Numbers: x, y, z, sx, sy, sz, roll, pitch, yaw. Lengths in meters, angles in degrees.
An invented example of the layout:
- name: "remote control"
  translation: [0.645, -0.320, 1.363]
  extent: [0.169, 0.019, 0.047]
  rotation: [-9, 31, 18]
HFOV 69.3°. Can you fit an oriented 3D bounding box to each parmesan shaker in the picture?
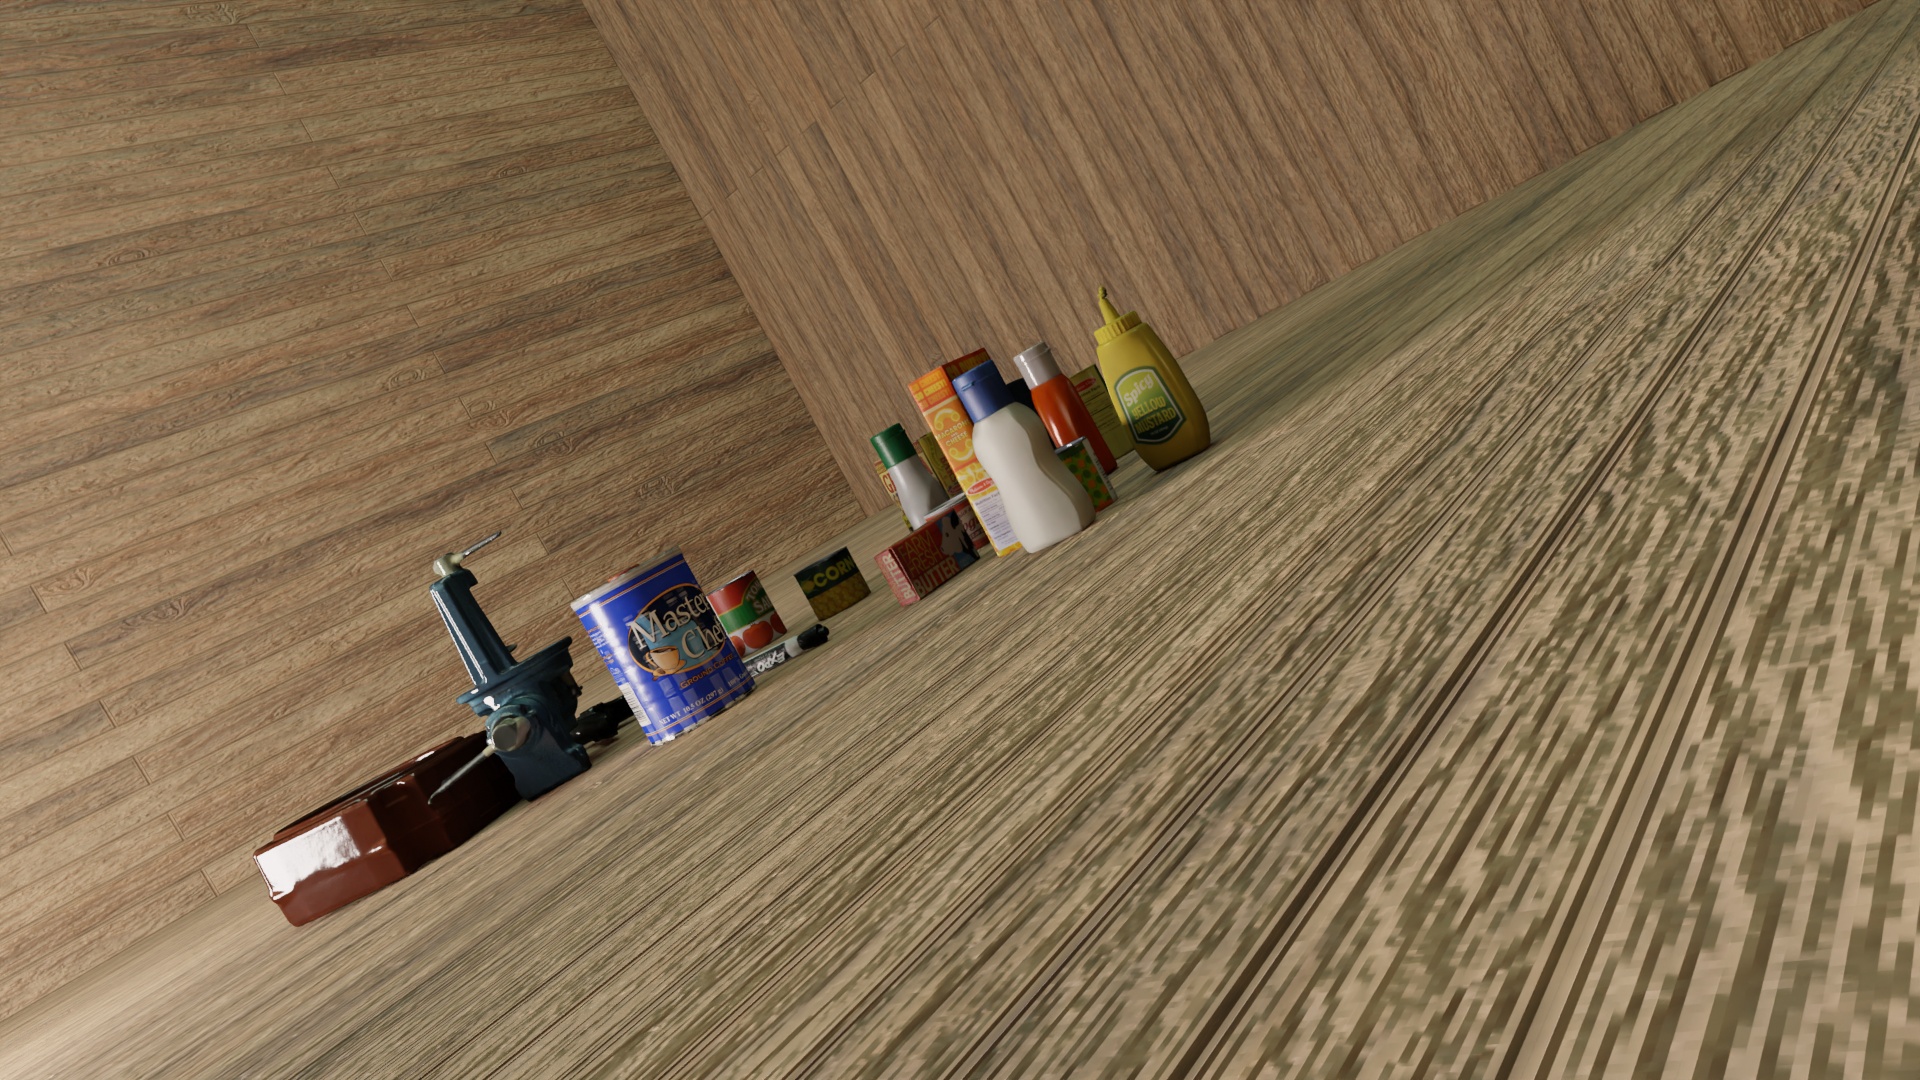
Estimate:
- name: "parmesan shaker"
  translation: [0.142, -0.133, 1.533]
  extent: [0.071, 0.103, 0.071]
  rotation: [-29, 4, 2]

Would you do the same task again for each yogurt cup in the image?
- name: "yogurt cup"
  translation: [0.005, -0.017, 1.374]
  extent: [0.072, 0.054, 0.072]
  rotation: [-28, 4, 2]

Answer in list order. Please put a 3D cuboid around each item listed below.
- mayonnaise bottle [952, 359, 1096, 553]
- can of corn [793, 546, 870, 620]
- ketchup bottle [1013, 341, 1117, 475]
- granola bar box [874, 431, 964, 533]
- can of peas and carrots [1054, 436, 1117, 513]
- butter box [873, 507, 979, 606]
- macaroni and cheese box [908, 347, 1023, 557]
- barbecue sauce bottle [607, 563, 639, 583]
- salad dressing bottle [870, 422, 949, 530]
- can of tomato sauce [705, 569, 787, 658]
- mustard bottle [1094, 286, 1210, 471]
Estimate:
- name: "mayonnaise bottle"
  translation: [0.045, -0.067, 1.072]
  extent: [0.064, 0.148, 0.041]
  rotation: [-26, 5, 33]
- name: "can of corn"
  translation: [-0.138, 0.047, 1.509]
  extent: [0.071, 0.058, 0.071]
  rotation: [-29, 4, 2]
- name: "ketchup bottle"
  translation: [0.105, -0.128, 1.400]
  extent: [0.043, 0.148, 0.065]
  rotation: [-27, 4, 25]
- name: "granola bar box"
  translation: [-0.035, -0.058, 1.644]
  extent: [0.039, 0.124, 0.165]
  rotation: [-30, 4, -22]
- name: "can of peas and carrots"
  translation: [0.086, -0.044, 1.144]
  extent: [0.071, 0.058, 0.071]
  rotation: [-29, 4, 2]
- name: "butter box"
  translation: [-0.028, 0.014, 1.223]
  extent: [0.024, 0.053, 0.104]
  rotation: [-26, 5, 40]
- name: "macaroni and cheese box"
  translation: [0.027, -0.080, 1.218]
  extent: [0.040, 0.166, 0.124]
  rotation: [-27, 4, 23]
- name: "barbecue sauce bottle"
  translation: [-0.312, 0.096, 1.435]
  extent: [0.044, 0.148, 0.065]
  rotation: [-29, 4, -5]
- name: "salad dressing bottle"
  translation: [-0.044, -0.051, 1.457]
  extent: [0.044, 0.147, 0.064]
  rotation: [-27, 4, 25]
- name: "can of tomato sauce"
  translation: [-0.246, 0.084, 1.596]
  extent: [0.071, 0.083, 0.071]
  rotation: [-29, 4, 2]
- name: "mustard bottle"
  translation: [0.150, -0.138, 1.158]
  extent: [0.065, 0.160, 0.049]
  rotation: [-27, 4, 26]
